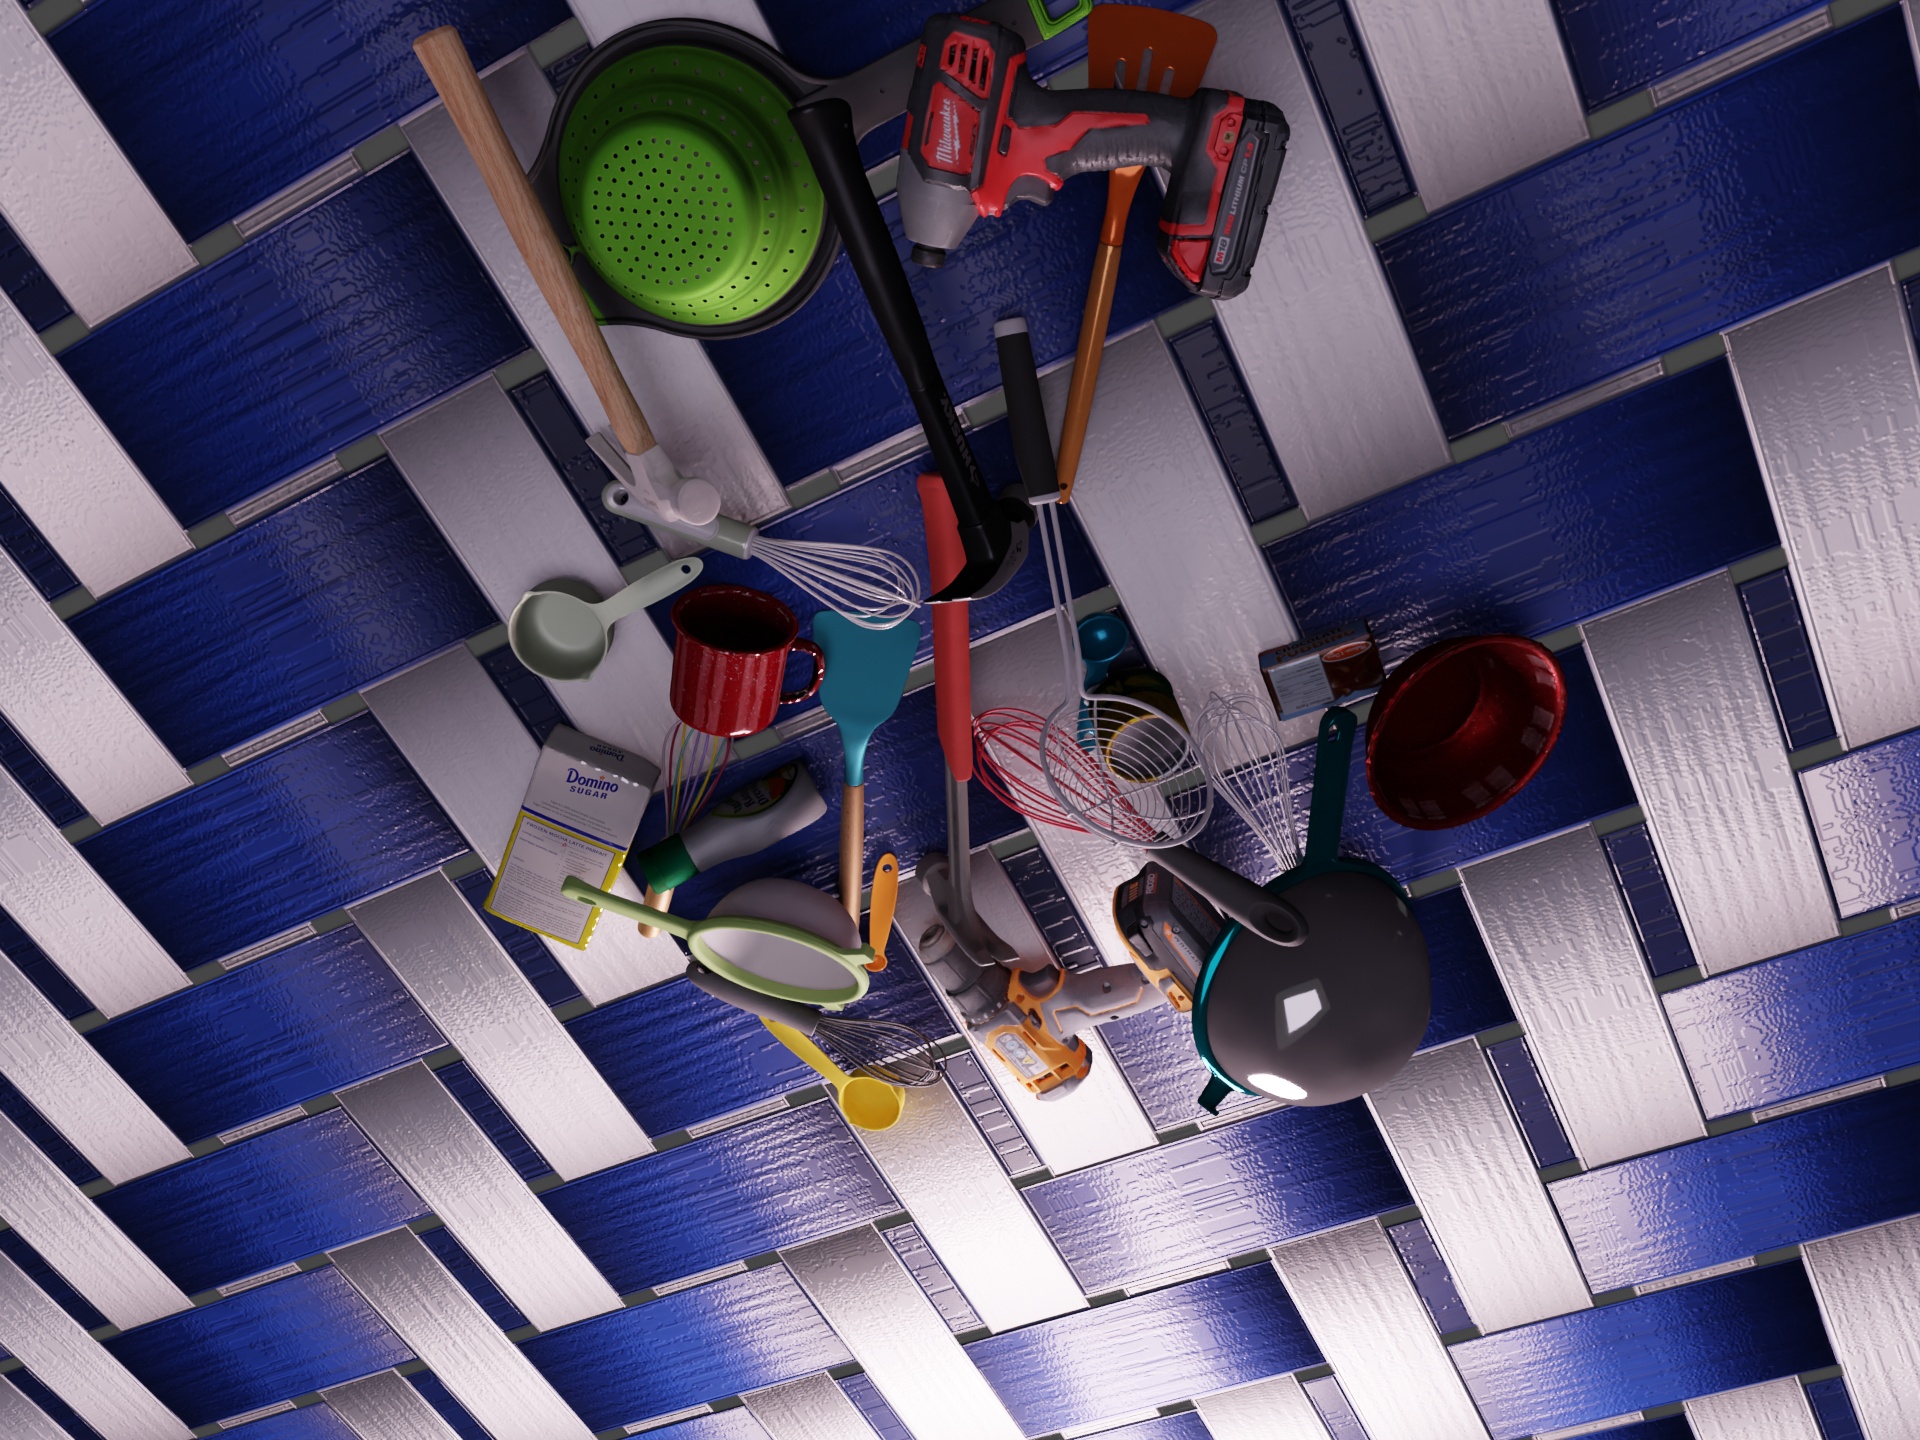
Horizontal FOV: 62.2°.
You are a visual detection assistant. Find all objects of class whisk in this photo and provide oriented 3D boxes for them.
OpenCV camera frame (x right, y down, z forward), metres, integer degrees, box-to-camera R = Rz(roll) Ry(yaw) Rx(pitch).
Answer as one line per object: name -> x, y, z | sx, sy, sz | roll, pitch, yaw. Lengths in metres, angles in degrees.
whisk -> -0.123, 0.256, 1.360 | 0.239, 0.055, 0.055 | 23, 119, -2
whisk -> -0.227, 0.081, 1.279 | 0.047, 0.051, 0.244 | 31, 124, 14
whisk -> -0.143, -0.124, 1.142 | 0.246, 0.059, 0.058 | 20, 91, 4
whisk -> 0.247, 0.091, 1.227 | 0.070, 0.070, 0.284 | -20, 120, 16
whisk -> 0.127, 0.080, 1.177 | 0.296, 0.073, 0.073 | 32, 120, 15

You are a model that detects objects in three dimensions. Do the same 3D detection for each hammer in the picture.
hammer -> -0.259, -0.279, 1.031 | 0.031, 0.130, 0.331 | -34, 118, -20
hammer -> -0.031, -0.227, 1.002 | 0.035, 0.146, 0.334 | -4, 127, 28
hammer -> -0.002, -0.004, 1.163 | 0.036, 0.149, 0.358 | -10, 113, -19

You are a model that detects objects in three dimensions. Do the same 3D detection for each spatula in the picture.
spatula -> -0.082, 0.062, 1.261 | 0.082, 0.044, 0.317 | 6, 124, 1
spatula -> 0.095, -0.293, 1.047 | 0.081, 0.041, 0.322 | 9, 123, -1

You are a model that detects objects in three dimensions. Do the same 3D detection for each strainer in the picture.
strainer -> -0.189, 0.153, 1.284 | 0.256, 0.069, 0.151 | 20, 150, -5
strainer -> 0.289, 0.159, 1.188 | 0.211, 0.095, 0.340 | -11, 117, -23

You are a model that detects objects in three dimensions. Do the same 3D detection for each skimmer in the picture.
skimmer -> 0.086, -0.093, 1.069 | 0.127, 0.090, 0.363 | -17, 100, -32

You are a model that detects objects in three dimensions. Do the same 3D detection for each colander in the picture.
colander -> -0.105, -0.360, 0.987 | 0.397, 0.095, 0.204 | -21, 115, 17

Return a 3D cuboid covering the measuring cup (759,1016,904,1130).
measuring cup -> -0.113, 0.297, 1.396 | 0.156, 0.029, 0.062 | 41, 116, -3

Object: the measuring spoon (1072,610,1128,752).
measuring spoon -> 0.099, -0.031, 1.197 | 0.042, 0.021, 0.128 | -2, 128, -7

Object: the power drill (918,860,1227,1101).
power drill -> 0.093, 0.200, 1.288 | 0.226, 0.084, 0.185 | -33, 109, 26

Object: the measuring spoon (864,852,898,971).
measuring spoon -> -0.066, 0.158, 1.319 | 0.021, 0.011, 0.116 | 4, 116, -8

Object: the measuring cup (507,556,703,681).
measuring cup -> -0.259, -0.089, 1.187 | 0.167, 0.038, 0.083 | -25, 114, 16

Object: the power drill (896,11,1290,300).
power drill -> 0.072, -0.327, 0.954 | 0.219, 0.079, 0.143 | 11, 112, -5
